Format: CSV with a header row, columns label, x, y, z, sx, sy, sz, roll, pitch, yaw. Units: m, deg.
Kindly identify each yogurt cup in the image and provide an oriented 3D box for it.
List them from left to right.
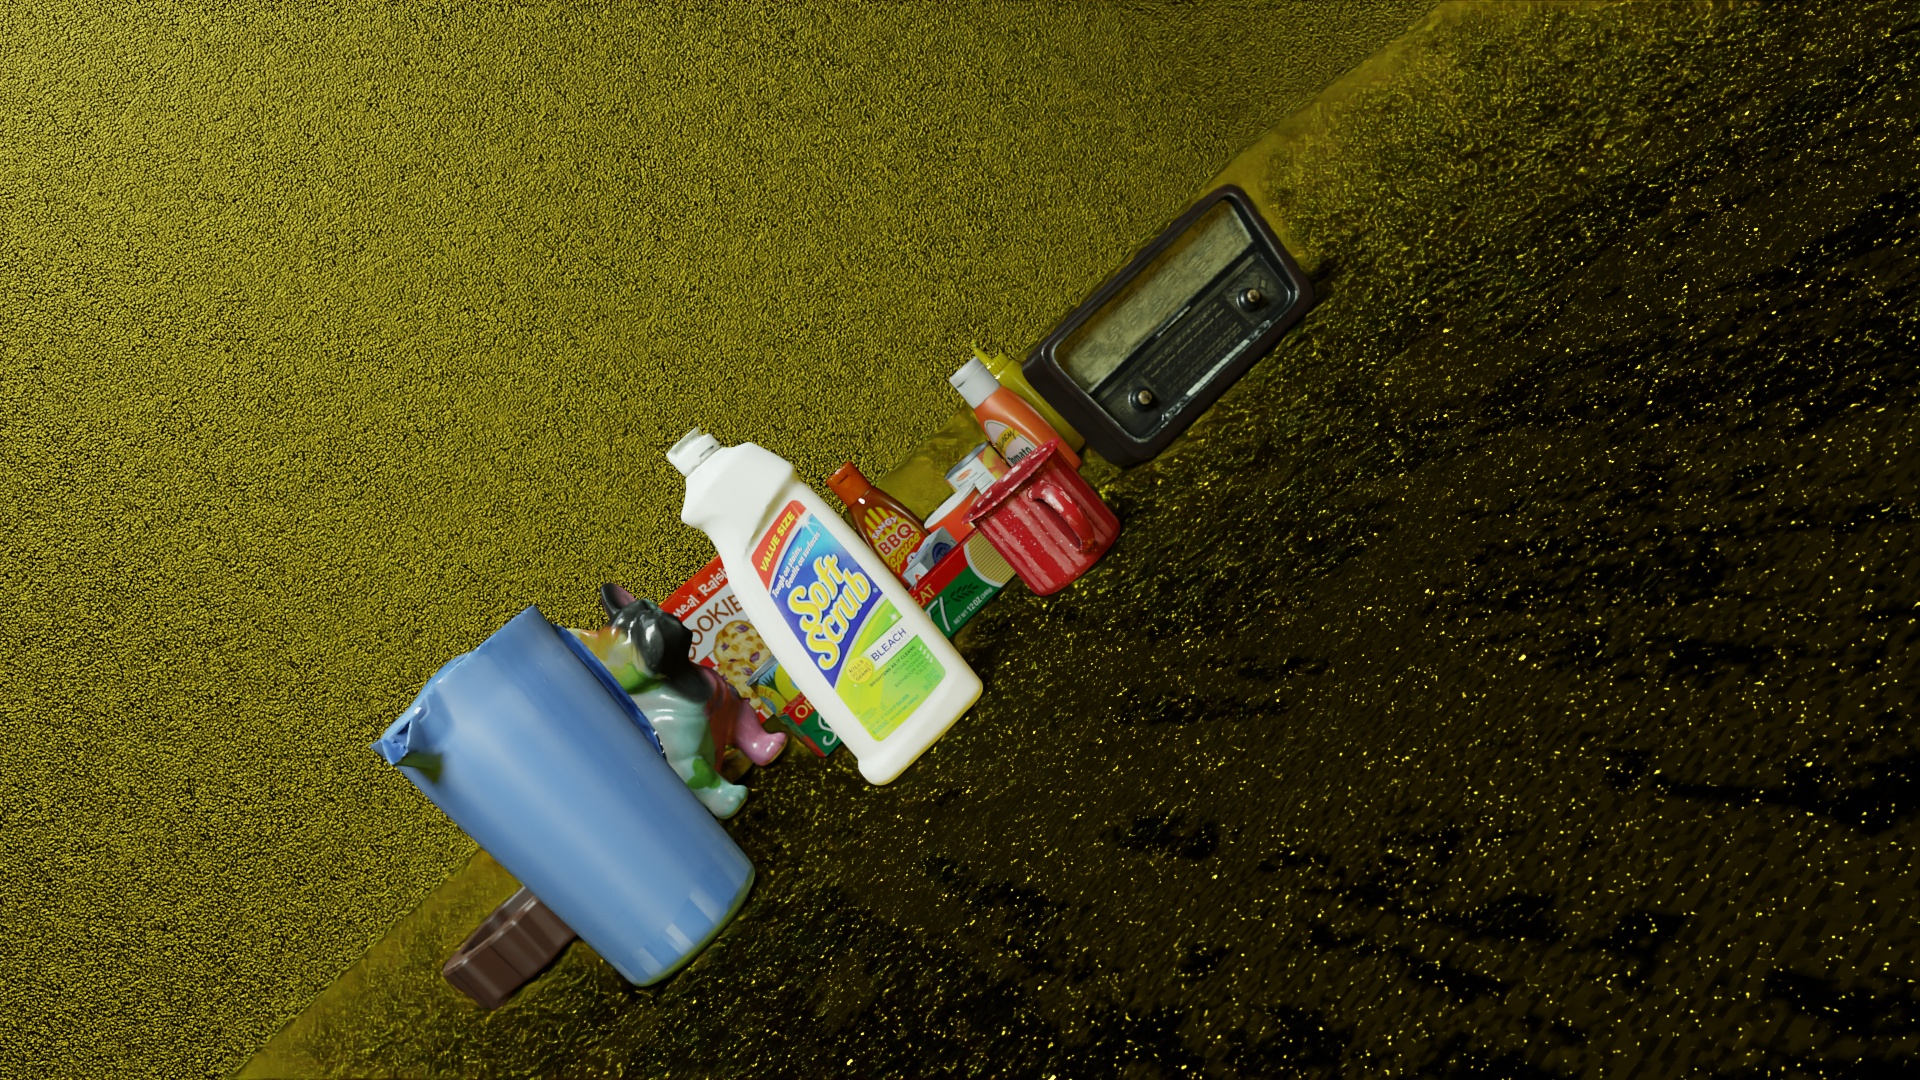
label,x,y,z,sx,sy,sz,roll,pitch,yaw
yogurt cup,0.005,-0.018,1.411,0.072,0.054,0.072,-41,8,7

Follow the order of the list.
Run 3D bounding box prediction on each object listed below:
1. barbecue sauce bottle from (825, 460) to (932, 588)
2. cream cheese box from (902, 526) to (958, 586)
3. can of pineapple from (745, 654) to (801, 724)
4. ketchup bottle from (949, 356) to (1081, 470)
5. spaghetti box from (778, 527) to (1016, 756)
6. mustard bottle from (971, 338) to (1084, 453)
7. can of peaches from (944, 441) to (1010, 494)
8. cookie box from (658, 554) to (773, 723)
label,x,y,z,sx,sy,sz,roll,pitch,yaw
barbecue sauce bottle,-0.085,-0.020,1.513,0.065,0.148,0.044,-41,7,4
cream cheese box,-0.018,0.028,1.268,0.024,0.053,0.104,-39,8,20
can of pineapple,-0.169,0.140,1.366,0.071,0.058,0.071,-41,8,7
ketchup bottle,0.051,-0.114,1.365,0.044,0.148,0.064,-47,9,-35
spaghetti box,-0.040,0.074,1.134,0.251,0.050,0.028,-43,8,-15
mustard bottle,0.061,-0.147,1.461,0.065,0.160,0.049,-36,9,37
can of peaches,0.026,-0.072,1.597,0.071,0.058,0.071,-41,8,7
cookie box,-0.232,0.103,1.475,0.122,0.167,0.040,-40,7,14
